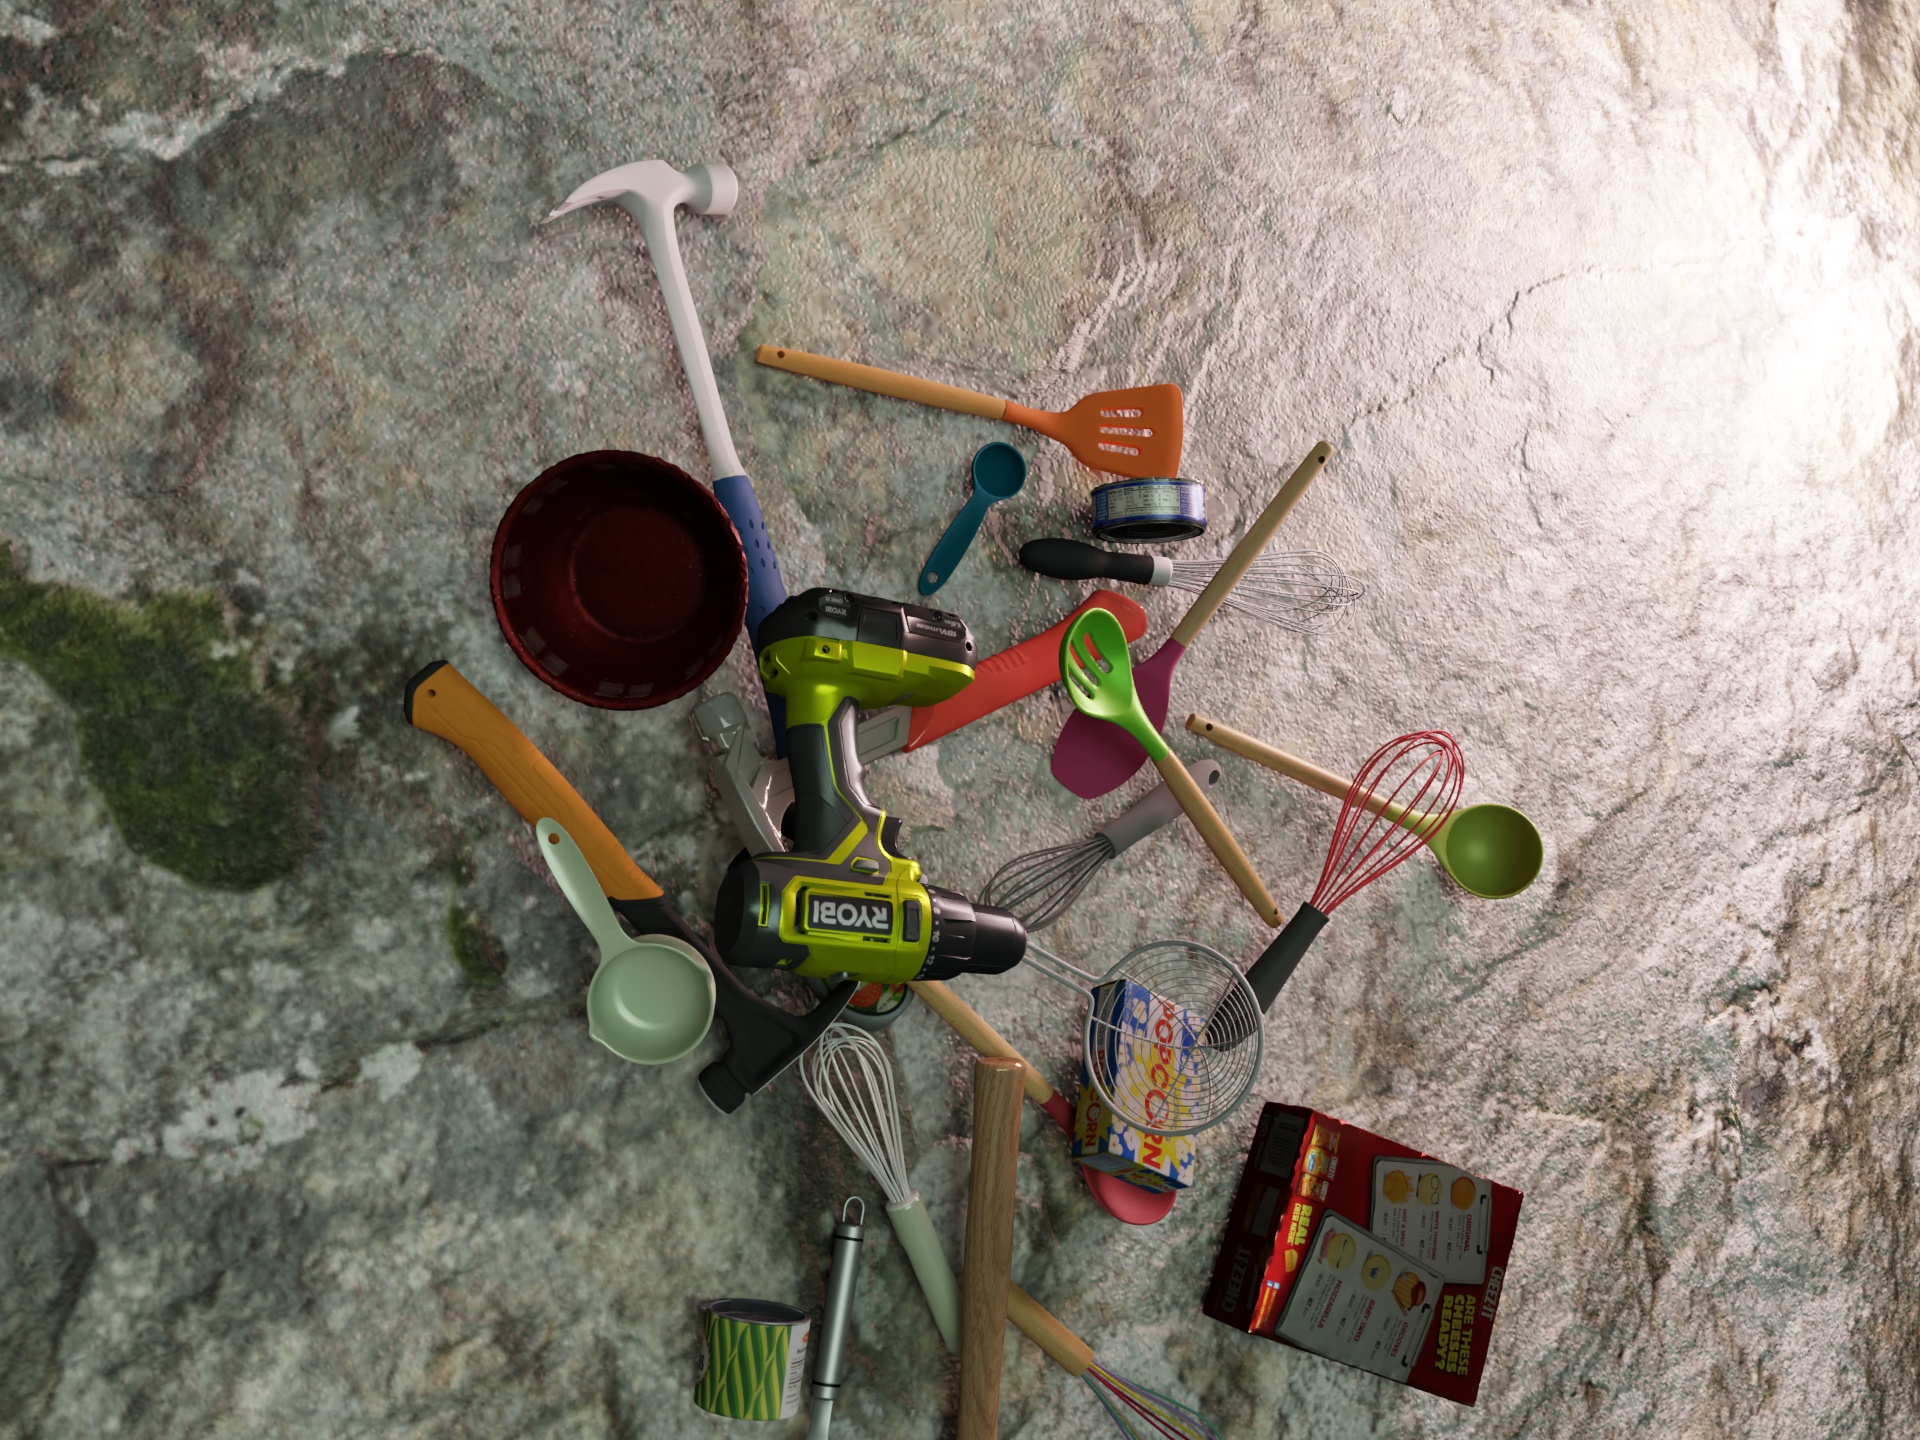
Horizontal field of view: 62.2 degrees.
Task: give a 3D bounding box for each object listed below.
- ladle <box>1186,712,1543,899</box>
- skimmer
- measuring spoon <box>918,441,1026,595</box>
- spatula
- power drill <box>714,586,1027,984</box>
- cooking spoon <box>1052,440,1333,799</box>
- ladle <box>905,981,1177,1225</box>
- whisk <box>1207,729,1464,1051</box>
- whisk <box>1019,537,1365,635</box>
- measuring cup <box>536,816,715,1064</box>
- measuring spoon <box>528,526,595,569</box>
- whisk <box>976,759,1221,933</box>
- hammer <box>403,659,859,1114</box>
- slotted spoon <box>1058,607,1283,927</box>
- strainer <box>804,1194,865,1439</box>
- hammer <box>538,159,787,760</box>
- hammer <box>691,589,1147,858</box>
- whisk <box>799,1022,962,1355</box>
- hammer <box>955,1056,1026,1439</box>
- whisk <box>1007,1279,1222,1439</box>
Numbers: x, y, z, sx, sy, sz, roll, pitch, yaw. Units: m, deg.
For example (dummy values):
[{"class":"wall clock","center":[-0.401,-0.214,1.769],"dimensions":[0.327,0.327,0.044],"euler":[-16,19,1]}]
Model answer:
[{"class":"ladle","center":[0.318,0.059,1.244],"dimensions":[0.320,0.062,0.078],"euler":[23,80,-17]},{"class":"skimmer","center":[0.025,0.144,1.038],"dimensions":[0.363,0.090,0.127],"euler":[30,90,-3]},{"class":"measuring spoon","center":[0.003,-0.144,1.151],"dimensions":[0.042,0.021,0.128],"euler":[34,80,-18]},{"class":"spatula","center":[0.012,-0.233,1.149],"dimensions":[0.322,0.041,0.081],"euler":[8,81,-22]},{"class":"power drill","center":[-0.047,0.047,0.970],"dimensions":[0.190,0.080,0.229],"euler":[10,70,-26]},{"class":"cooking spoon","center":[0.175,-0.077,1.170],"dimensions":[0.068,0.017,0.319],"euler":[38,88,-15]},{"class":"ladle","center":[0.042,0.242,1.087],"dimensions":[0.315,0.031,0.069],"euler":[46,54,-22]},{"class":"whisk","center":[0.278,0.127,1.191],"dimensions":[0.073,0.073,0.296],"euler":[38,87,-15]},{"class":"whisk","center":[0.178,-0.109,1.201],"dimensions":[0.284,0.070,0.070],"euler":[6,81,-19]},{"class":"measuring cup","center":[-0.209,0.129,0.967],"dimensions":[0.083,0.038,0.167],"euler":[-29,97,1]},{"class":"measuring spoon","center":[-0.230,-0.131,1.039],"dimensions":[0.124,0.018,0.034],"euler":[-33,98,-24]},{"class":"whisk","center":[0.104,0.087,1.150],"dimensions":[0.239,0.055,0.055],"euler":[-31,97,-29]},{"class":"hammer","center":[-0.213,0.089,0.995],"dimensions":[0.127,0.034,0.336],"euler":[-42,99,2]},{"class":"slotted spoon","center":[0.155,0.044,1.146],"dimensions":[0.313,0.031,0.070],"euler":[53,58,-26]},{"class":"strainer","center":[-0.087,0.439,1.022],"dimensions":[0.087,0.050,0.259],"euler":[7,73,6]},{"class":"hammer","center":[-0.161,-0.170,1.053],"dimensions":[0.144,0.035,0.405],"euler":[-18,94,-43]},{"class":"hammer","center":[-0.002,-0.003,1.081],"dimensions":[0.359,0.036,0.149],"euler":[-25,85,-34]},{"class":"whisk","center":[-0.043,0.313,1.059],"dimensions":[0.059,0.058,0.246],"euler":[-21,96,10]},{"class":"hammer","center":[0.014,0.388,1.045],"dimensions":[0.130,0.031,0.331],"euler":[3,90,-27]},{"class":"whisk","center":[0.103,0.458,1.104],"dimensions":[0.245,0.047,0.051],"euler":[44,70,-10]}]
